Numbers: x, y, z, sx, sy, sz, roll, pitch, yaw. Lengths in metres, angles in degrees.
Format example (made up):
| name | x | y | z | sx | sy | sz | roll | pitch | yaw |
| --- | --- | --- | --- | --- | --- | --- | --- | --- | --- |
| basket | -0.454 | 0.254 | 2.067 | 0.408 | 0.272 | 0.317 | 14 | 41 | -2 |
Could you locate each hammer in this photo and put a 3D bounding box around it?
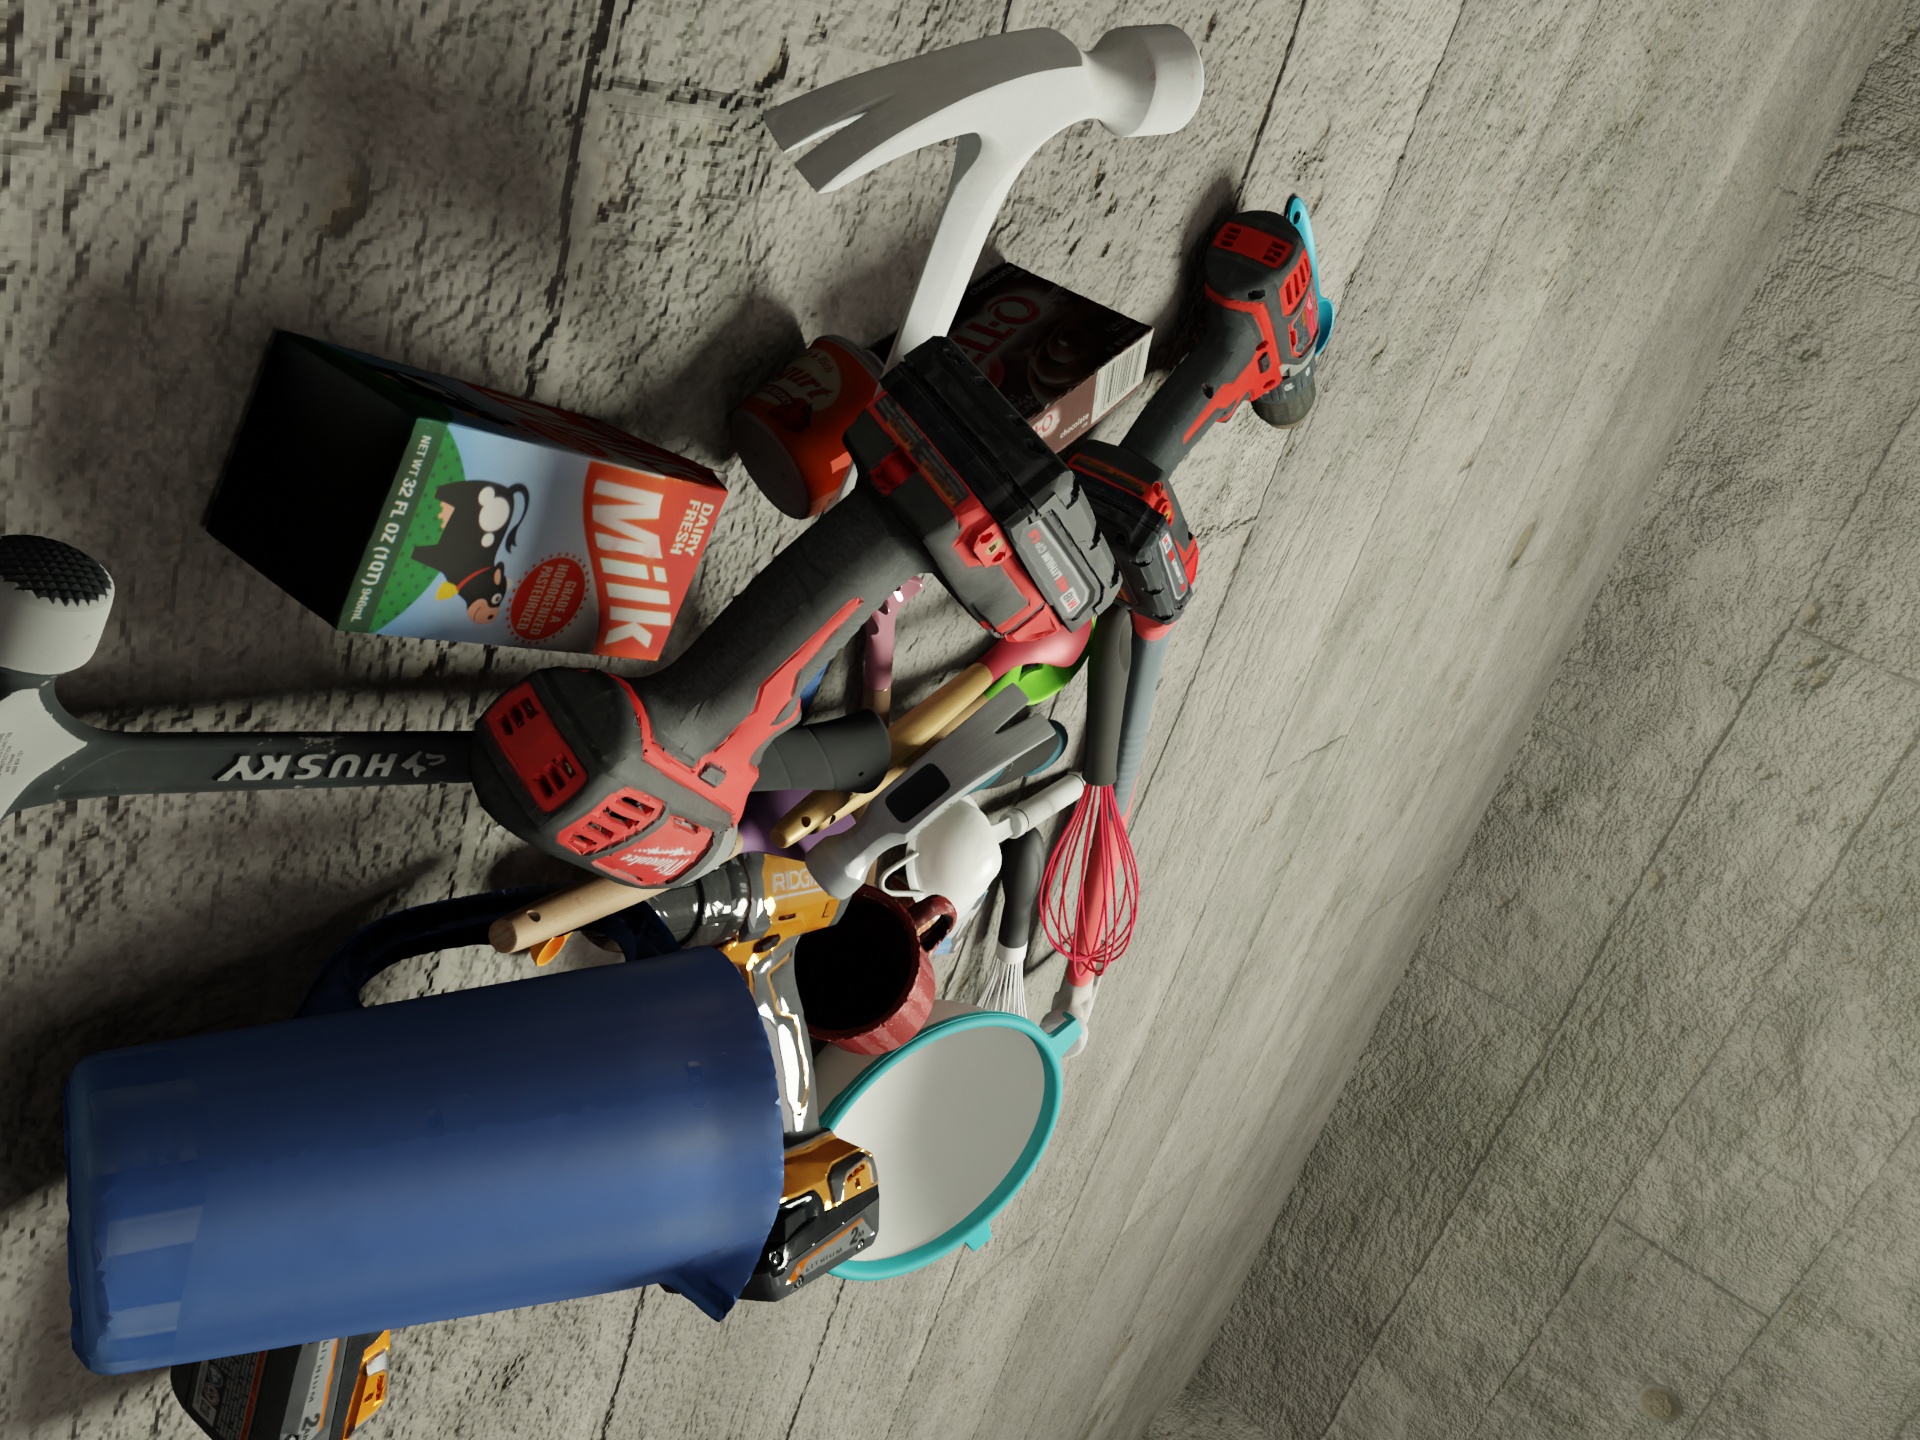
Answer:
| name | x | y | z | sx | sy | sz | roll | pitch | yaw |
| --- | --- | --- | --- | --- | --- | --- | --- | --- | --- |
| hammer | -0.168 | 0.018 | 0.602 | 0.408 | 0.036 | 0.149 | 1 | 127 | -52 |
| hammer | 0.015 | 0.027 | 0.906 | 0.128 | 0.033 | 0.331 | -41 | 174 | 13 |
| hammer | -0.045 | -0.090 | 0.630 | 0.144 | 0.035 | 0.405 | -19 | 155 | -31 |
| hammer | 0.117 | 0.065 | 1.197 | 0.143 | 0.038 | 0.386 | -61 | 163 | -58 |

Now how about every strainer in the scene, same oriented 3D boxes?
| name | x | y | z | sx | sy | sz | roll | pitch | yaw |
| --- | --- | --- | --- | --- | --- | --- | --- | --- | --- |
| strainer | 0.034 | 0.070 | 1.069 | 0.258 | 0.050 | 0.087 | -26 | 111 | -57 |
| strainer | -0.089 | 0.257 | 1.033 | 0.340 | 0.095 | 0.211 | 8 | 110 | -40 |

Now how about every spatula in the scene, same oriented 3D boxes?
| name | x | y | z | sx | sy | sz | roll | pitch | yaw |
| --- | --- | --- | --- | --- | --- | --- | --- | --- | --- |
| spatula | -0.114 | 0.061 | 0.716 | 0.018 | 0.060 | 0.316 | -45 | 172 | 17 |

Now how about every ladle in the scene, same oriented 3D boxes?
| name | x | y | z | sx | sy | sz | roll | pitch | yaw |
| --- | --- | --- | --- | --- | --- | --- | --- | --- | --- |
| ladle | -0.004 | -0.015 | 0.855 | 0.315 | 0.031 | 0.069 | -40 | 110 | -47 |

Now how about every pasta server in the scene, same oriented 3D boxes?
| name | x | y | z | sx | sy | sz | roll | pitch | yaw |
| --- | --- | --- | --- | --- | --- | --- | --- | --- | --- |
| pasta server | -0.041 | 0.002 | 0.876 | 0.060 | 0.040 | 0.316 | -49 | 155 | -43 |

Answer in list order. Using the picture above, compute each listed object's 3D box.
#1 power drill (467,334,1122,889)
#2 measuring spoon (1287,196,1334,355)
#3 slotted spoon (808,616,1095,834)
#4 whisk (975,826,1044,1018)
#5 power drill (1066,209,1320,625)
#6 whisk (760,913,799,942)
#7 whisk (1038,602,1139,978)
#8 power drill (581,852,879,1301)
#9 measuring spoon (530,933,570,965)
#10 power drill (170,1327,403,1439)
| name | x | y | z | sx | sy | sz | roll | pitch | yaw |
| --- | --- | --- | --- | --- | --- | --- | --- | --- | --- |
| power drill | -0.055 | -0.022 | 0.573 | 0.219 | 0.079 | 0.143 | -39 | 156 | 1 |
| measuring spoon | 0.221 | -0.292 | 1.045 | 0.042 | 0.021 | 0.128 | -49 | 143 | -17 |
| slotted spoon | -0.001 | -0.003 | 0.903 | 0.314 | 0.031 | 0.070 | -35 | 146 | -54 |
| whisk | 0.036 | 0.196 | 1.198 | 0.070 | 0.070 | 0.284 | -30 | 137 | -44 |
| power drill | 0.150 | -0.175 | 0.979 | 0.227 | 0.080 | 0.187 | -57 | 154 | -9 |
| whisk | -0.133 | 0.182 | 0.887 | 0.246 | 0.059 | 0.057 | -65 | 160 | -7 |
| whisk | 0.092 | 0.054 | 1.071 | 0.073 | 0.073 | 0.295 | -32 | 134 | -42 |
| power drill | -0.114 | 0.163 | 0.785 | 0.185 | 0.084 | 0.226 | 0 | 85 | -64 |
| measuring spoon | -0.168 | 0.068 | 0.761 | 0.117 | 0.011 | 0.021 | -53 | 167 | -17 |
| power drill | -0.234 | 0.223 | 0.736 | 0.226 | 0.084 | 0.164 | -17 | 132 | -59 |
